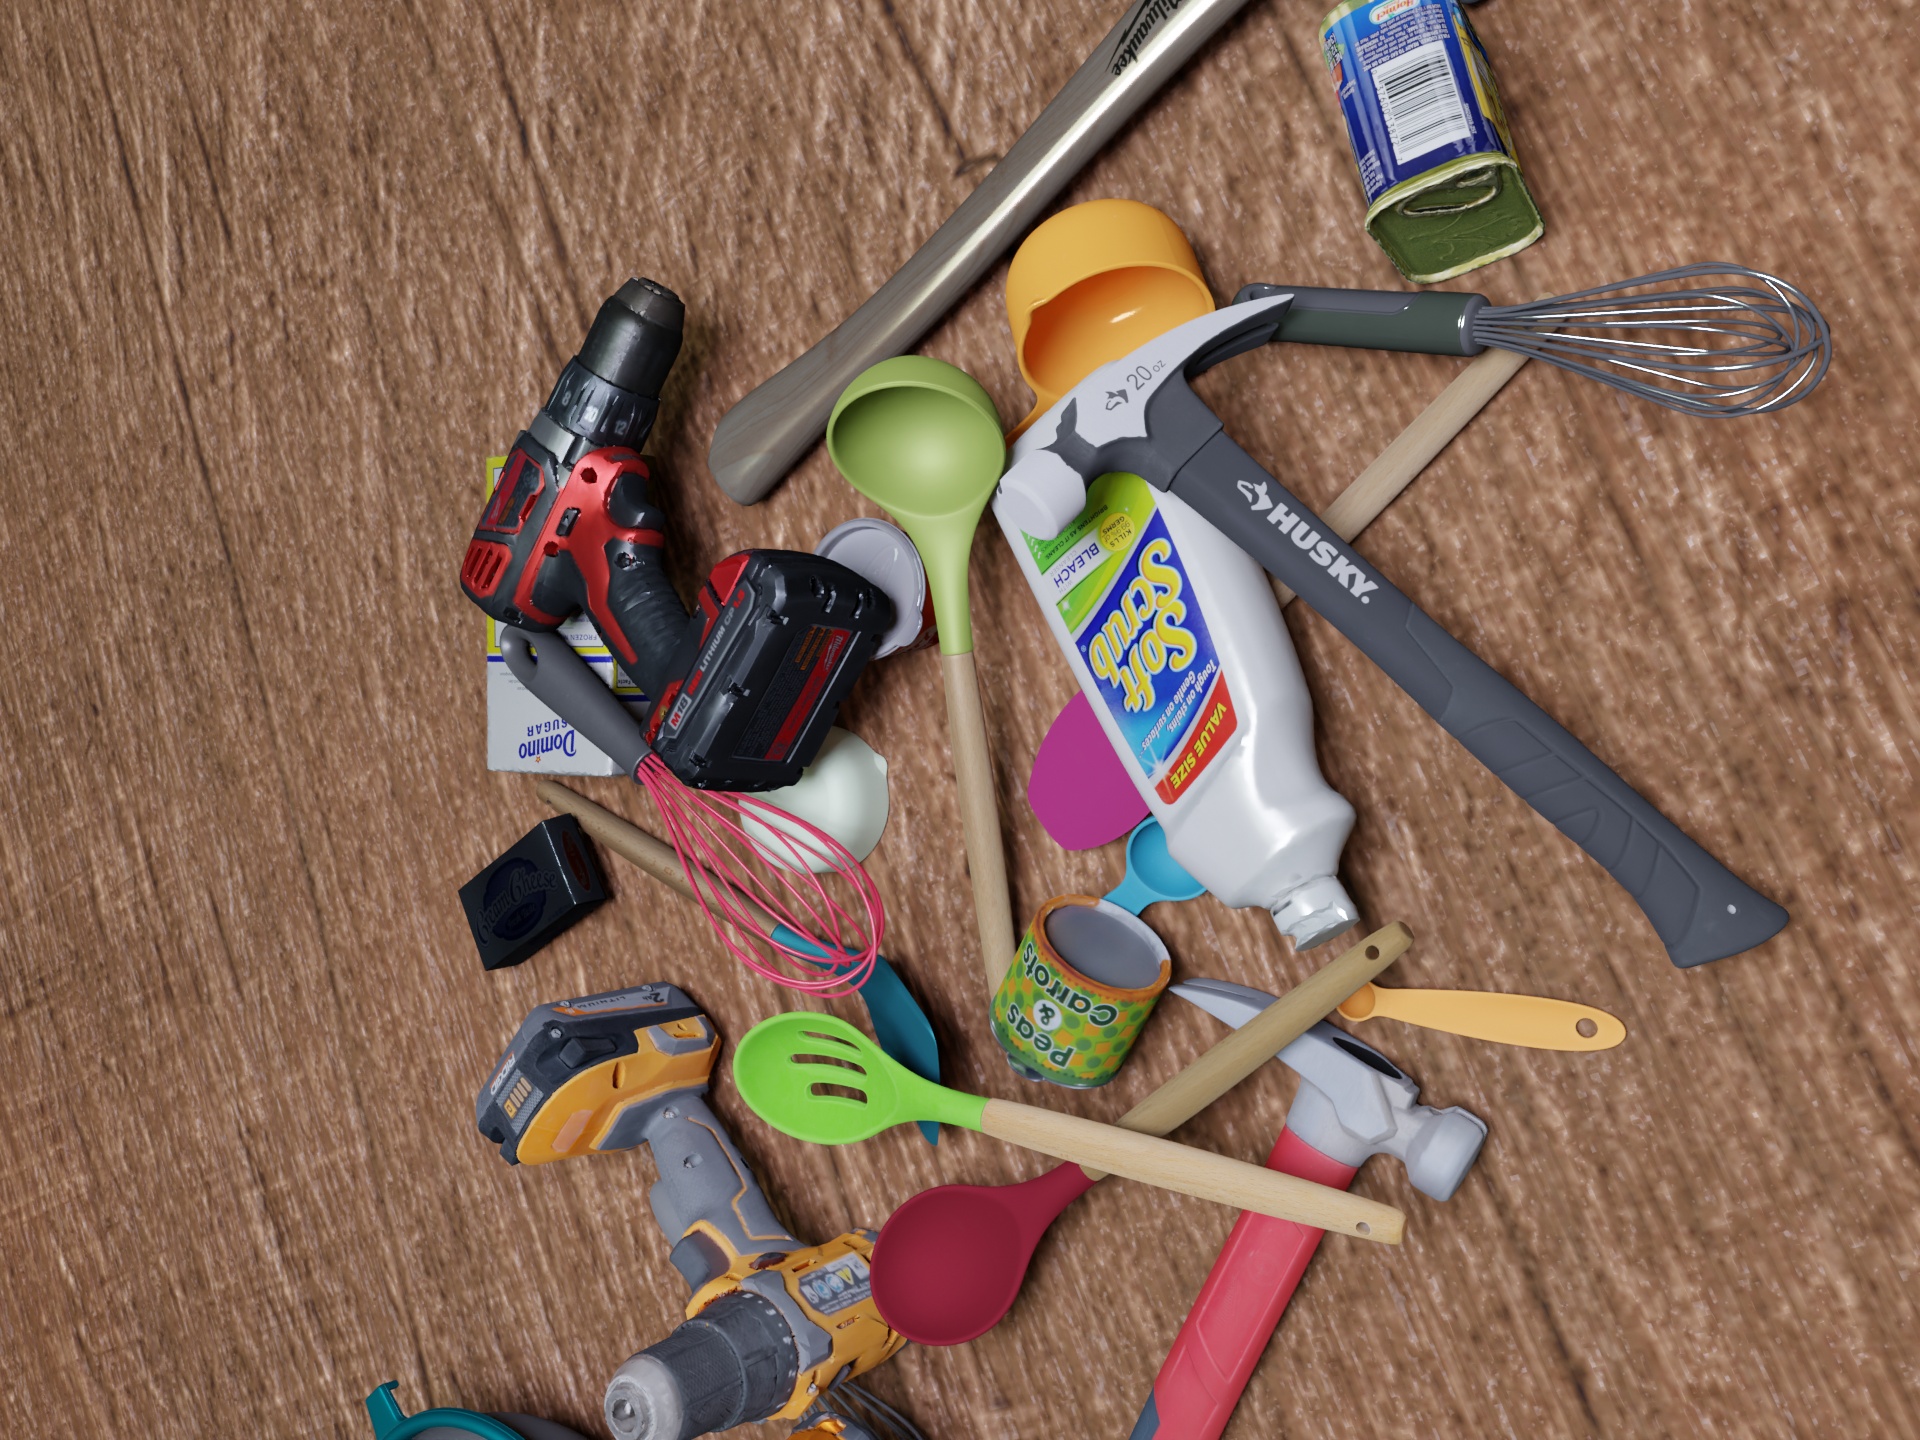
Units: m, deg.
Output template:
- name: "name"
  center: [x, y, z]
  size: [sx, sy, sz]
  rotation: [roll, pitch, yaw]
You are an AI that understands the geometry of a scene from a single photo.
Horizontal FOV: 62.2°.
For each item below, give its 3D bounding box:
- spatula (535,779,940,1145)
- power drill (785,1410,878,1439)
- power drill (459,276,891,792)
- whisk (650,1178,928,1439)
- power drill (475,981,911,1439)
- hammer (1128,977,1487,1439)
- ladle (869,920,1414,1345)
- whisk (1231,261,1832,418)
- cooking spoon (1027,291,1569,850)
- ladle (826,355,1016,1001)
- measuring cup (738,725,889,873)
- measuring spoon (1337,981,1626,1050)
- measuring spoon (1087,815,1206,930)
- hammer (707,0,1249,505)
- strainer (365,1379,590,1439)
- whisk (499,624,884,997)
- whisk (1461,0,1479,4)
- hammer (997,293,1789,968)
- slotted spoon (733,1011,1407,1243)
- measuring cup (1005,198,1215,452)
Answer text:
- name: "spatula"
  center: [-0.121, 0.105, 0.829]
  size: [0.318, 0.044, 0.082]
  rotation: [26, 135, 29]
- name: "power drill"
  center: [-0.105, 0.434, 0.719]
  size: [0.084, 0.164, 0.226]
  rotation: [31, 132, 25]
- name: "power drill"
  center: [-0.139, -0.091, 0.765]
  size: [0.227, 0.080, 0.188]
  rotation: [39, 107, 31]
- name: "whisk"
  center: [-0.086, 0.324, 0.815]
  size: [0.239, 0.055, 0.055]
  rotation: [43, 110, 27]
- name: "power drill"
  center: [-0.141, 0.237, 0.765]
  size: [0.226, 0.185, 0.084]
  rotation: [44, 112, 25]
- name: "hammer"
  center: [0.087, 0.308, 0.720]
  size: [0.143, 0.038, 0.386]
  rotation: [29, 104, 27]
- name: "ladle"
  center: [0.073, 0.180, 0.694]
  size: [0.315, 0.031, 0.069]
  rotation: [-44, 68, 25]
- name: "whisk"
  center: [0.209, -0.155, 0.623]
  size: [0.246, 0.058, 0.059]
  rotation: [18, 143, 42]
- name: "cooking spoon"
  center: [0.141, -0.059, 0.697]
  size: [0.319, 0.017, 0.069]
  rotation: [-47, 59, 21]
- name: "ladle"
  center: [-0.001, -0.002, 0.717]
  size: [0.078, 0.062, 0.320]
  rotation: [-4, 105, 17]
- name: "measuring cup"
  center: [-0.097, 0.001, 0.818]
  size: [0.083, 0.038, 0.168]
  rotation: [-32, 78, 26]
- name: "measuring spoon"
  center: [0.215, 0.122, 0.664]
  size: [0.117, 0.011, 0.021]
  rotation: [3, 92, 25]
- name: "measuring spoon"
  center: [0.073, 0.086, 0.740]
  size: [0.042, 0.021, 0.128]
  rotation: [42, 120, 0]
- name: "hammer"
  center: [0.026, -0.236, 0.737]
  size: [0.410, 0.038, 0.146]
  rotation: [-41, 58, 25]
- name: "strainer"
  center: [-0.234, 0.530, 0.869]
  size: [0.211, 0.095, 0.340]
  rotation: [5, 95, 32]
- name: "whisk"
  center: [-0.142, 0.033, 0.791]
  size: [0.296, 0.073, 0.073]
  rotation: [39, 108, 28]
- name: "whisk"
  center: [0.269, -0.413, 0.606]
  size: [0.070, 0.070, 0.284]
  rotation: [37, 113, 24]
- name: "hammer"
  center: [0.183, -0.029, 0.624]
  size: [0.335, 0.035, 0.146]
  rotation: [43, 72, 7]
- name: "slotted spoon"
  center: [0.035, 0.179, 0.687]
  size: [0.314, 0.031, 0.070]
  rotation: [7, 111, 30]
- name: "measuring cup"
  center: [0.042, -0.165, 0.729]
  size: [0.173, 0.095, 0.052]
  rotation: [-43, 48, 45]
